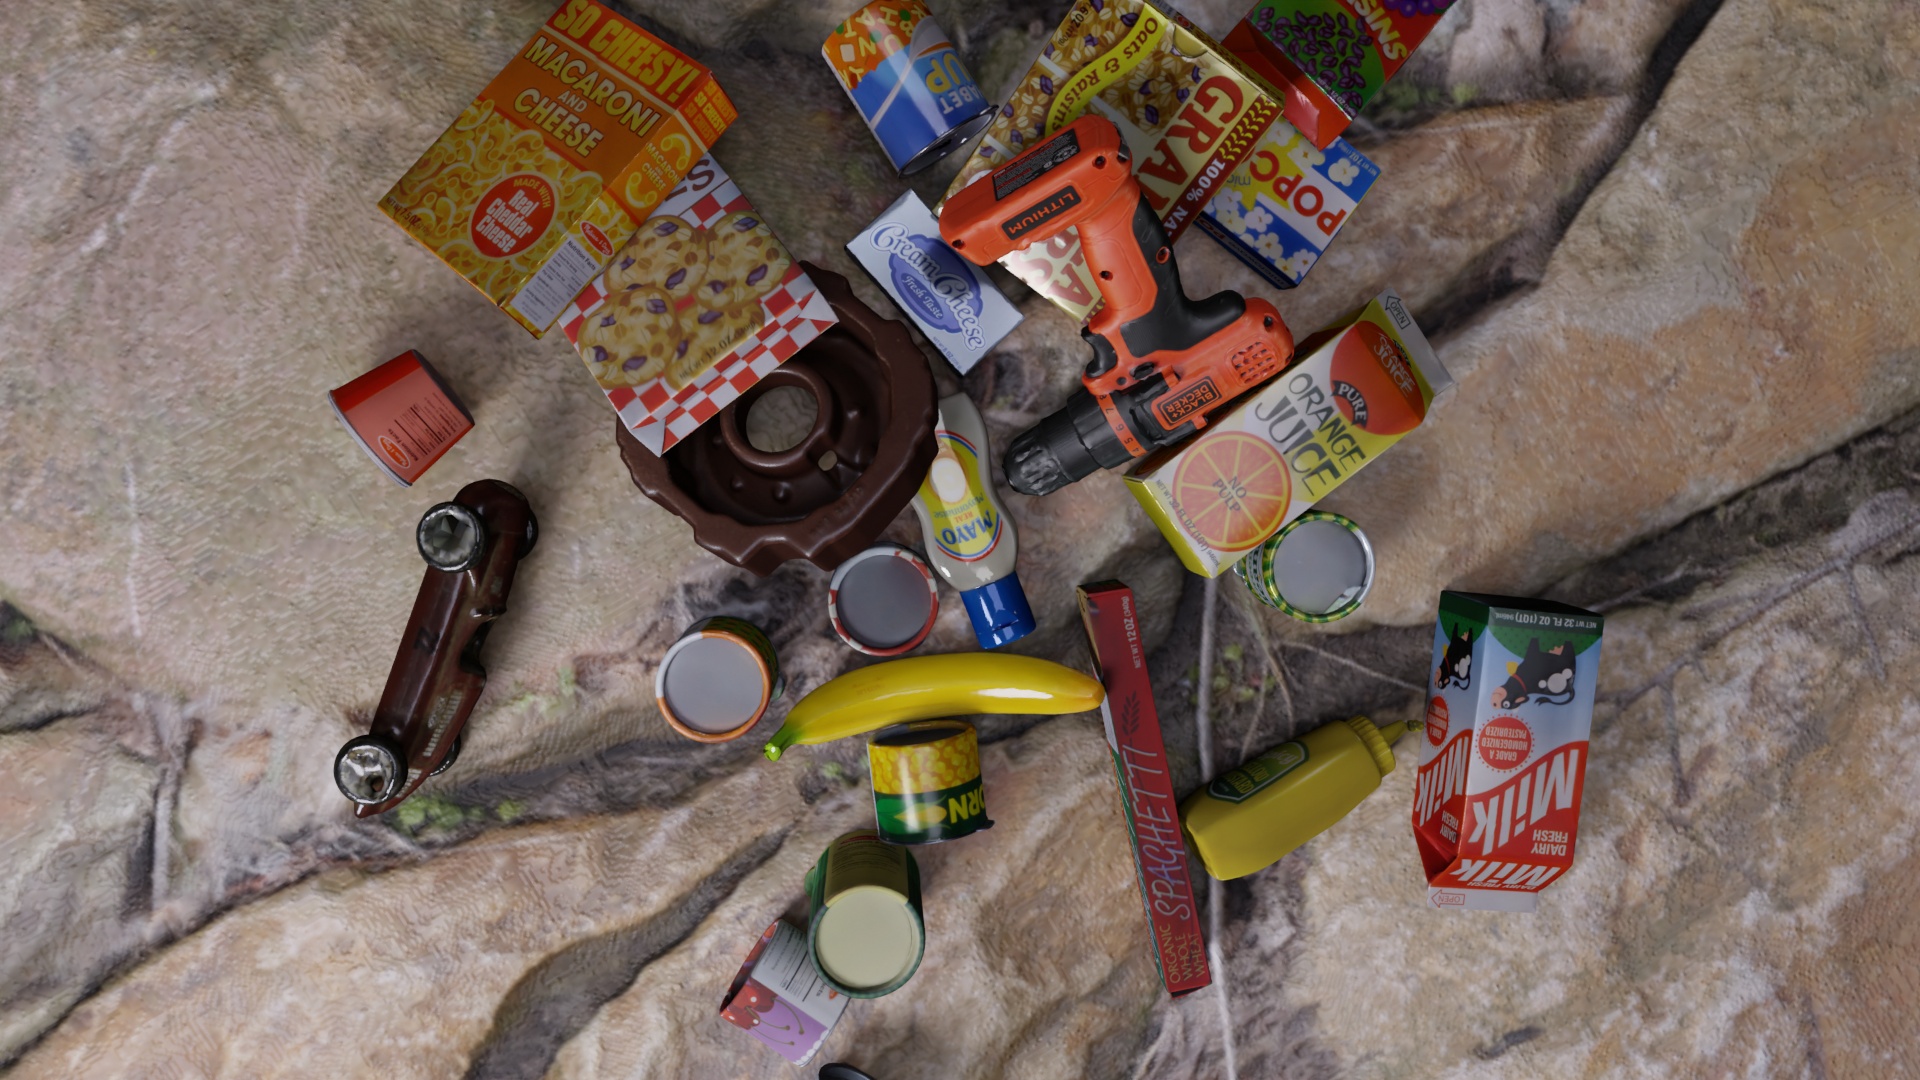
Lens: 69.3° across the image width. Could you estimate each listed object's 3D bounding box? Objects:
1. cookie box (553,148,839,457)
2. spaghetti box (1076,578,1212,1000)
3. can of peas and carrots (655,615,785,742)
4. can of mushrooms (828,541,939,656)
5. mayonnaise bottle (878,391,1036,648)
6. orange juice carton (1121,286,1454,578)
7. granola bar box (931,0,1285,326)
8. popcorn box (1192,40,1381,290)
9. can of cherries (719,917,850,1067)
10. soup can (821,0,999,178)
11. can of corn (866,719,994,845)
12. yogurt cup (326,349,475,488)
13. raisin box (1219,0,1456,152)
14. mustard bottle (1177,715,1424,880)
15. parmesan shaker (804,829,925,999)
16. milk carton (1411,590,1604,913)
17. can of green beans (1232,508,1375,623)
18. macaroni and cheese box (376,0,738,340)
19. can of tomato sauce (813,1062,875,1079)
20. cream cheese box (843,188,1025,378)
[{"bbox_3d":[-0.163,-0.146,0.765,0.123,0.040,0.168,-37,64,-1],"label":"cookie box"},{"bbox_3d":[0.110,0.147,0.837,0.029,0.050,0.249,-12,95,-1],"label":"spaghetti box"},{"bbox_3d":[-0.139,0.081,0.812,0.071,0.059,0.071,0,95,-3],"label":"can of peas and carrots"},{"bbox_3d":[-0.044,0.036,0.828,0.071,0.033,0.071,0,93,-4],"label":"can of mushrooms"},{"bbox_3d":[0.003,-0.010,0.823,0.065,0.041,0.148,-22,94,-1],"label":"mayonnaise bottle"},{"bbox_3d":[0.196,-0.064,0.816,0.193,0.073,0.072,-37,96,-1],"label":"orange juice carton"},{"bbox_3d":[0.081,-0.216,0.781,0.124,0.039,0.164,36,118,-6],"label":"granola bar box"},{"bbox_3d":[0.171,-0.220,0.822,0.126,0.038,0.085,36,92,-5],"label":"popcorn box"},{"bbox_3d":[-0.103,0.269,0.824,0.058,0.071,0.071,33,92,-5],"label":"can of cherries"},{"bbox_3d":[-0.028,-0.262,0.790,0.071,0.071,0.083,-33,95,-1],"label":"soup can"},{"bbox_3d":[-0.018,0.141,0.819,0.071,0.071,0.058,-7,94,-3],"label":"can of corn"},{"bbox_3d":[-0.315,-0.072,0.788,0.054,0.072,0.072,-38,96,-8],"label":"yogurt cup"},{"bbox_3d":[0.218,-0.297,0.799,0.086,0.040,0.124,42,70,-3],"label":"raisin box"},{"bbox_3d":[0.209,0.145,0.839,0.160,0.065,0.048,-29,101,-7],"label":"mustard bottle"},{"bbox_3d":[-0.057,0.215,0.803,0.071,0.103,0.071,0,95,-3],"label":"parmesan shaker"},{"bbox_3d":[0.326,0.131,0.838,0.072,0.073,0.190,5,94,-4],"label":"milk carton"},{"bbox_3d":[0.207,0.014,0.830,0.071,0.058,0.071,0,94,-4],"label":"can of green beans"},{"bbox_3d":[-0.221,-0.208,0.761,0.124,0.040,0.166,37,83,26],"label":"macaroni and cheese box"},{"bbox_3d":[-0.077,0.370,0.831,0.071,0.071,0.083,32,92,-5],"label":"can of tomato sauce"},{"bbox_3d":[-0.015,-0.152,0.821,0.053,0.024,0.104,-43,96,-1],"label":"cream cheese box"}]
